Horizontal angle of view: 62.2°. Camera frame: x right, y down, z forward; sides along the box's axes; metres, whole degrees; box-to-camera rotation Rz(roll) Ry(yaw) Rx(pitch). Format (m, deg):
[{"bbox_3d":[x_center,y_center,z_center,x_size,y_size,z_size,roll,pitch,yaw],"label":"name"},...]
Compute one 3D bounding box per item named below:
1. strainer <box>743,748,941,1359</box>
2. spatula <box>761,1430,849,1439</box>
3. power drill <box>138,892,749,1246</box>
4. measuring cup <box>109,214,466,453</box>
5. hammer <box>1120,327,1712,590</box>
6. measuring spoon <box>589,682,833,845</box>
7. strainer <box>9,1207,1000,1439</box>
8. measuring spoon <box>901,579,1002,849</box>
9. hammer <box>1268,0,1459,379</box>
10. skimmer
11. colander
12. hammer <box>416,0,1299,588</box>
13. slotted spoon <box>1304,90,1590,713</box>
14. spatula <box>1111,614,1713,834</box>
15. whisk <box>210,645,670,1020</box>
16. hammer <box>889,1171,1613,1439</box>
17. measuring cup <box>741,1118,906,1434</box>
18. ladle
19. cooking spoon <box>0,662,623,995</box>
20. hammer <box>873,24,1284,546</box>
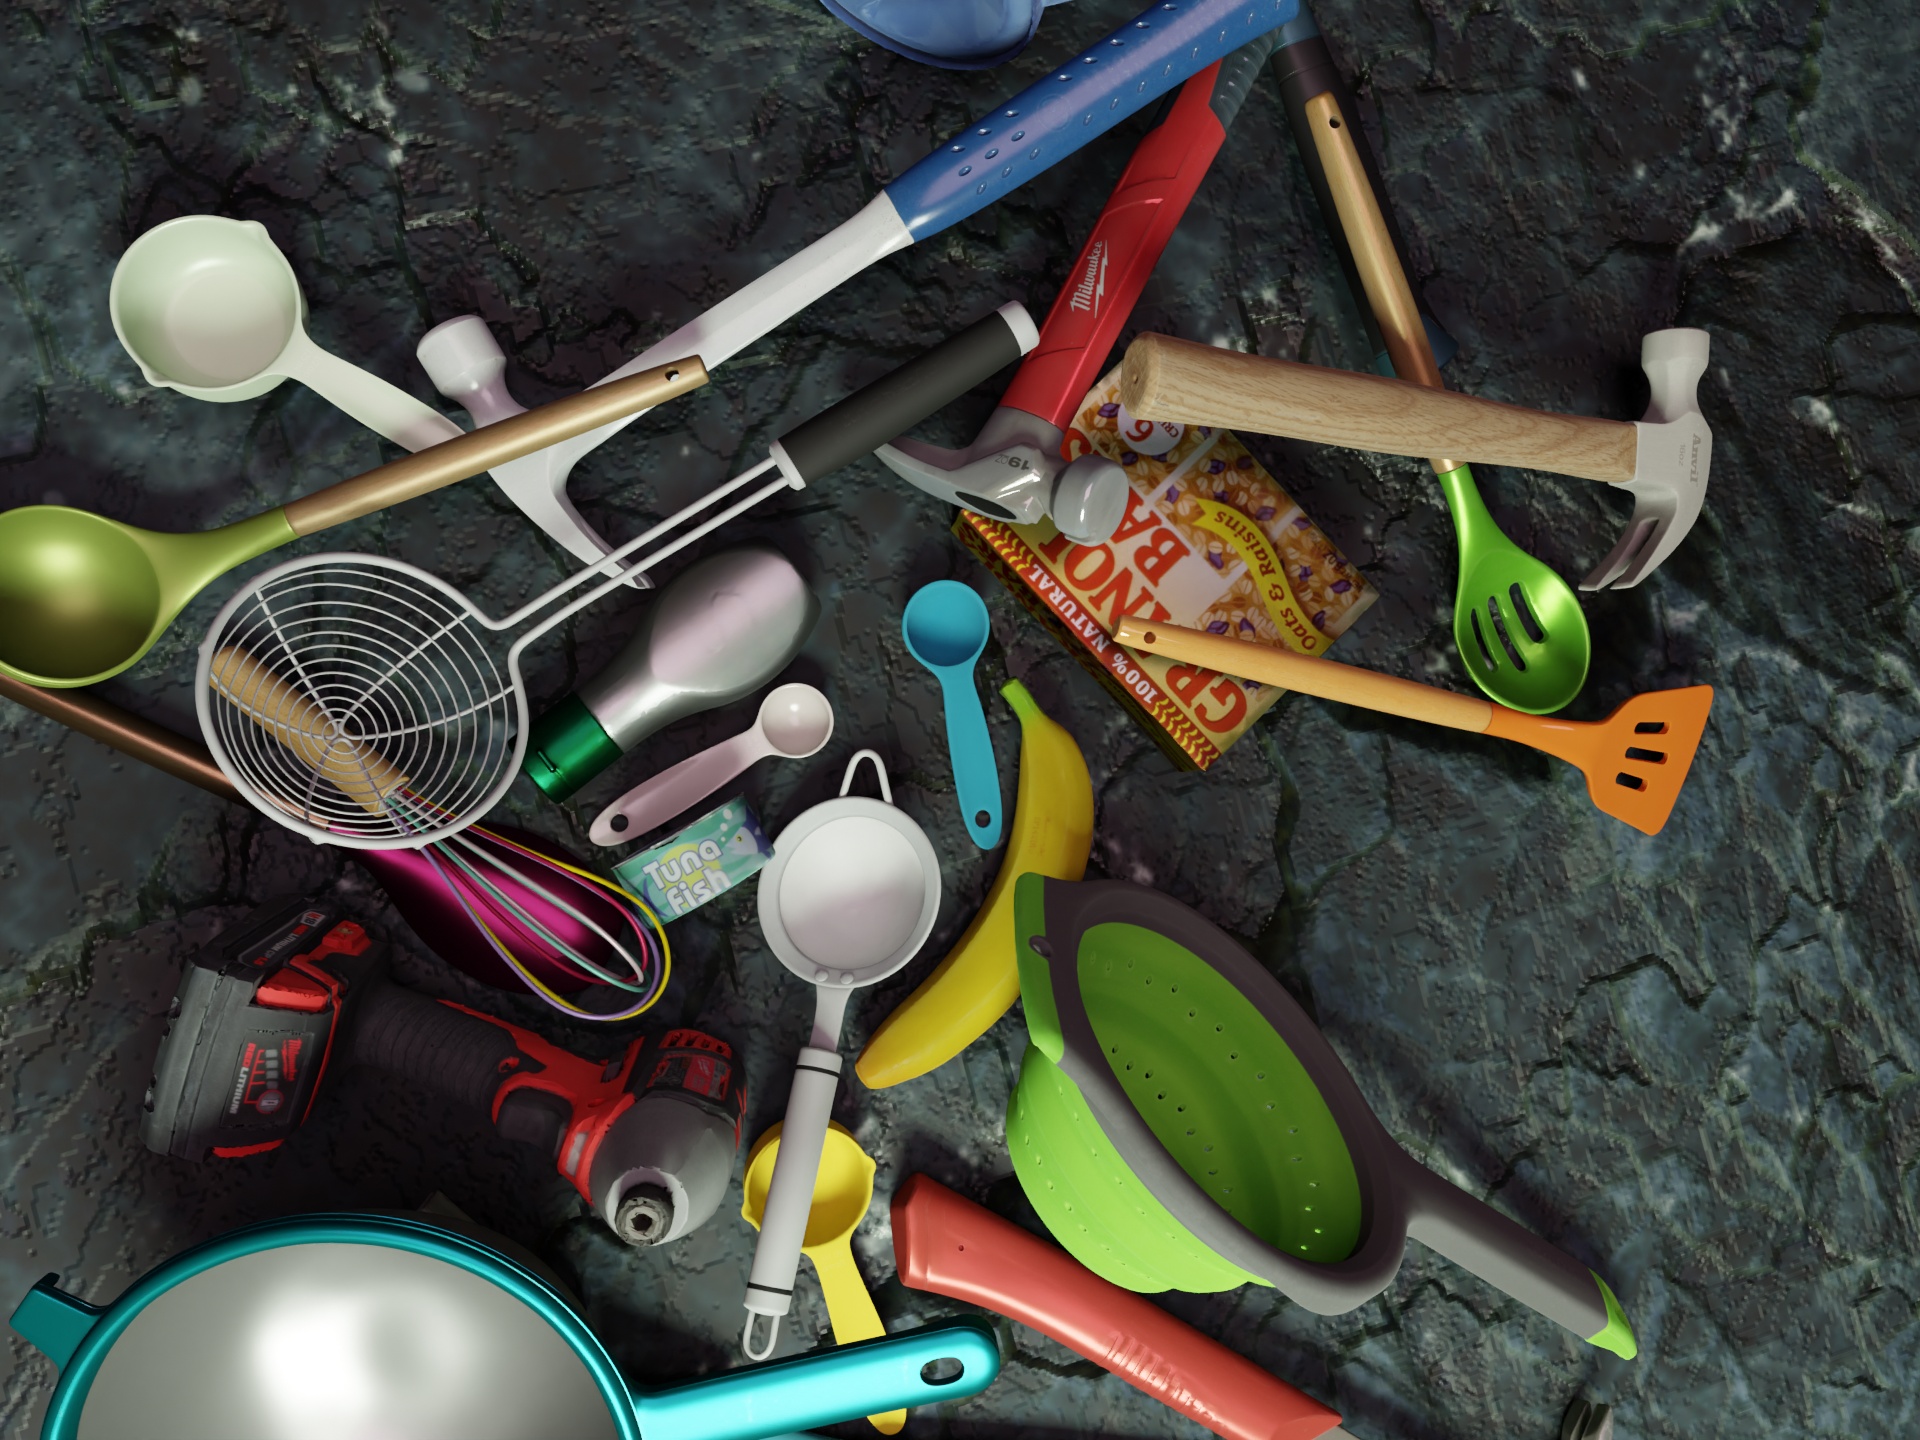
[{"bbox_3d":[-0.060,0.141,0.692,0.087,0.050,0.259,5,69,19],"label":"strainer"},{"bbox_3d":[-0.011,0.341,0.709,0.317,0.044,0.082,8,104,-11],"label":"spatula"},{"bbox_3d":[-0.195,0.148,0.639,0.219,0.143,0.078,18,97,-6],"label":"power drill"},{"bbox_3d":[-0.284,-0.153,0.697,0.167,0.038,0.083,31,82,-9],"label":"measuring cup"},{"bbox_3d":[0.218,-0.131,0.719,0.331,0.031,0.130,2,89,-26],"label":"hammer"},{"bbox_3d":[-0.114,0.023,0.728,0.124,0.018,0.034,-30,87,-3],"label":"measuring spoon"},{"bbox_3d":[-0.157,0.252,0.605,0.340,0.095,0.211,-10,102,-3],"label":"strainer"},{"bbox_3d":[-0.001,-0.002,0.748,0.042,0.021,0.128,-13,98,-17],"label":"measuring spoon"},{"bbox_3d":[0.172,-0.319,0.785,0.128,0.033,0.331,-21,90,-11],"label":"hammer"},{"bbox_3d":[-0.124,-0.077,0.642,0.363,0.090,0.127,-32,88,-3],"label":"skimmer"},{"bbox_3d":[0.150,0.218,0.717,0.396,0.205,0.094,34,116,-22],"label":"colander"},{"bbox_3d":[-0.033,-0.210,0.697,0.405,0.035,0.144,-32,93,4],"label":"hammer"},{"bbox_3d":[0.226,-0.145,0.755,0.070,0.031,0.313,-29,105,-11],"label":"slotted spoon"},{"bbox_3d":[0.220,-0.009,0.749,0.322,0.041,0.081,13,102,-13],"label":"spatula"},{"bbox_3d":[-0.222,0.043,0.677,0.245,0.051,0.047,36,107,7],"label":"whisk"},{"bbox_3d":[0.130,0.302,0.732,0.359,0.036,0.149,32,68,-3],"label":"hammer"},{"bbox_3d":[-0.055,0.251,0.721,0.062,0.029,0.156,-19,102,-10],"label":"measuring cup"},{"bbox_3d":[-0.258,-0.095,0.664,0.320,0.062,0.078,-21,89,-1],"label":"ladle"},{"bbox_3d":[-0.298,0.035,0.691,0.319,0.017,0.069,26,82,-8],"label":"cooking spoon"},{"bbox_3d":[0.088,-0.268,0.728,0.143,0.038,0.386,24,82,30],"label":"hammer"}]
